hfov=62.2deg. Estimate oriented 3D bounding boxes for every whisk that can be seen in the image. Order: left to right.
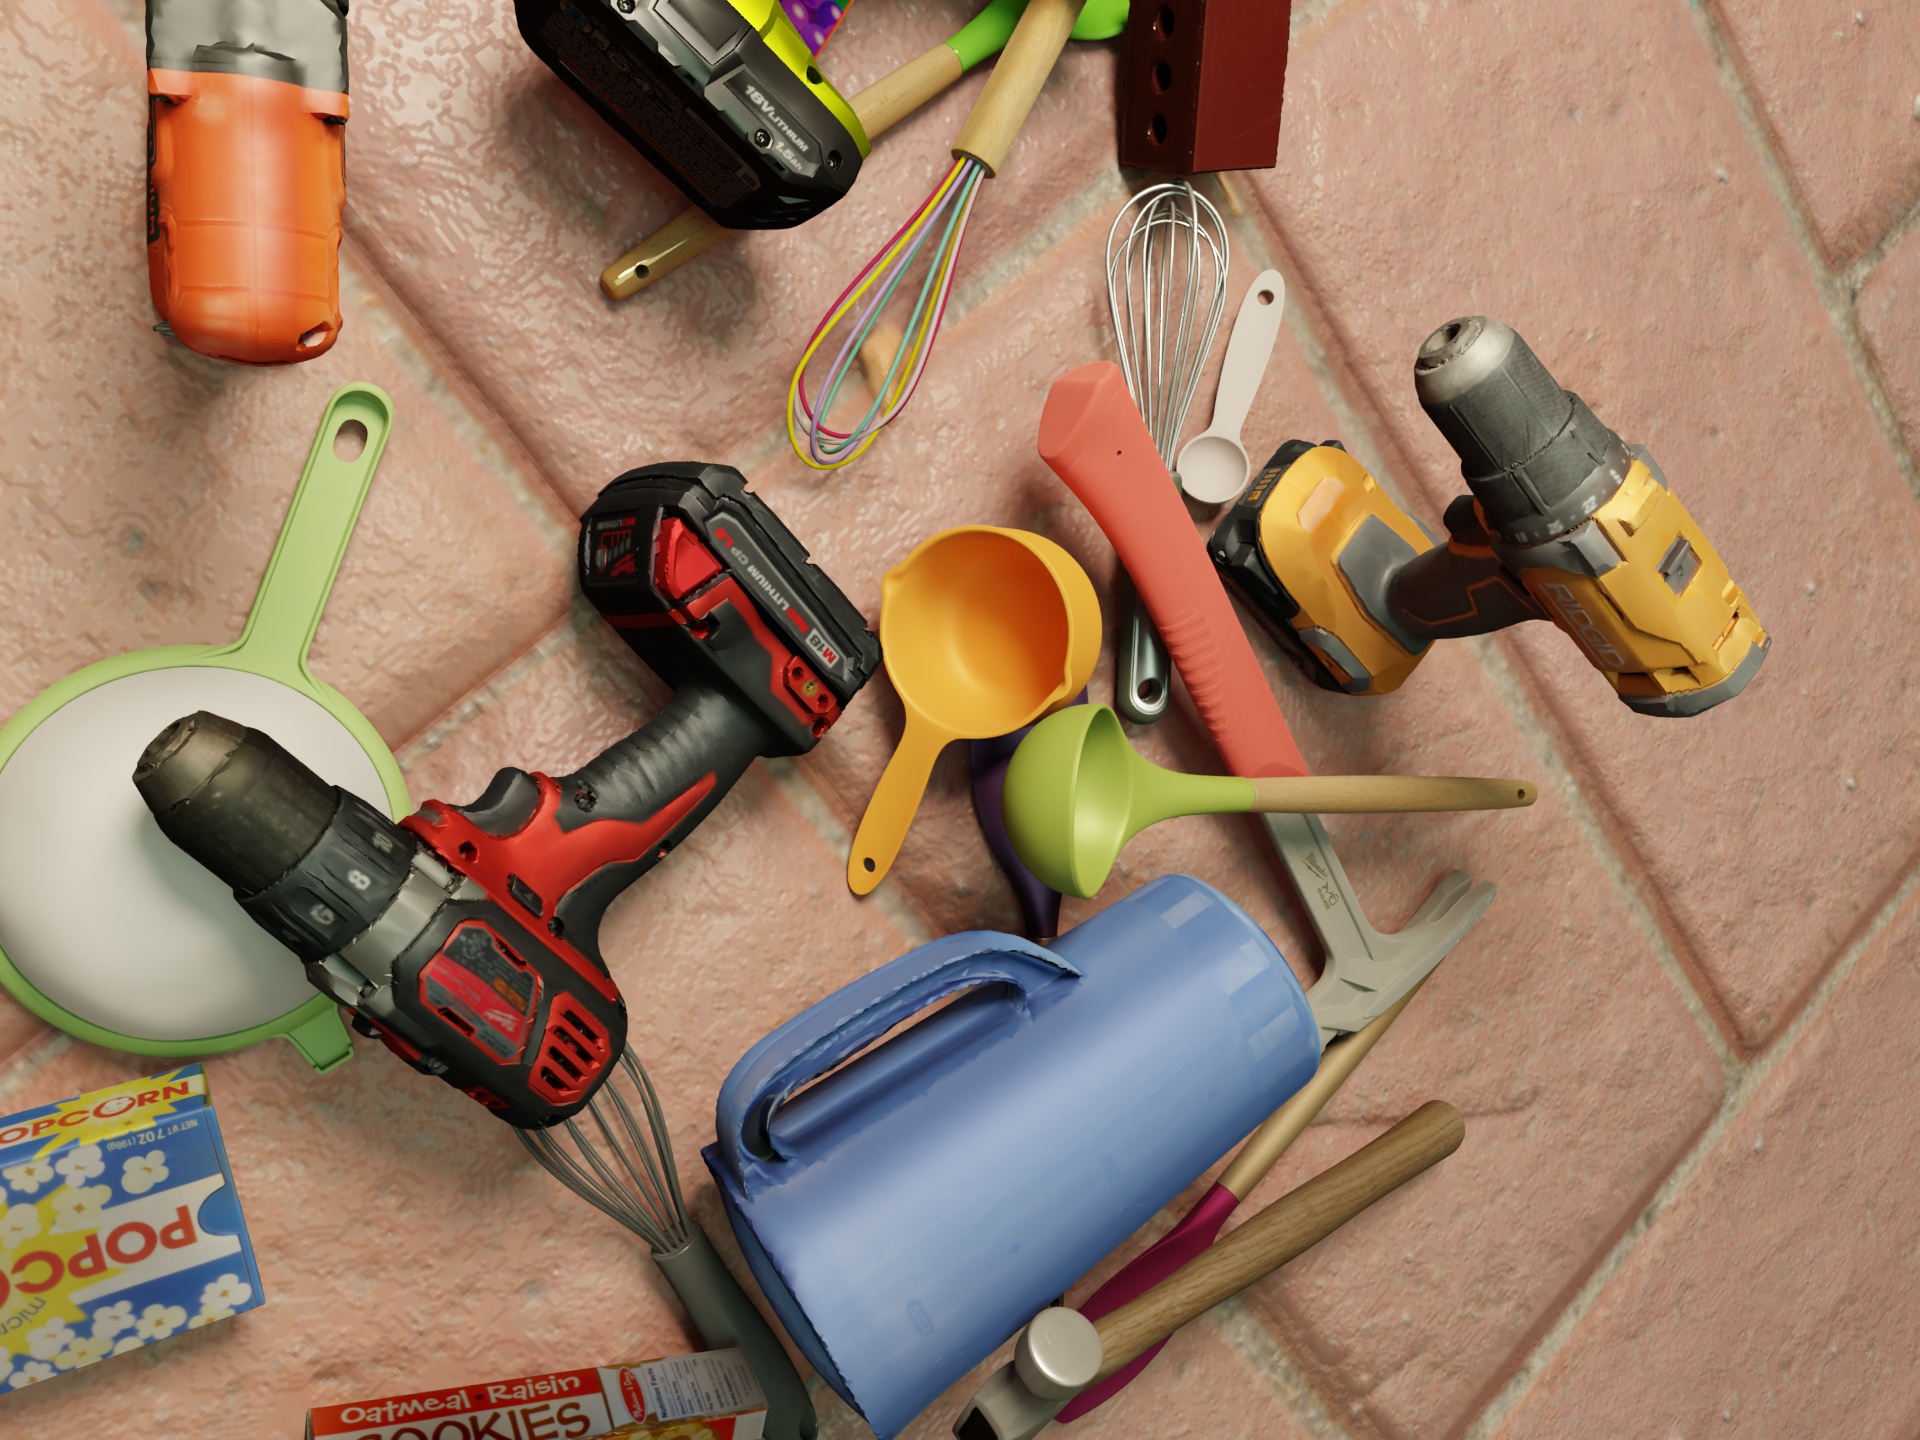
[{"bbox_3d":[-0.116,0.215,0.648,0.055,0.055,0.238,-33,111,-20],"label":"whisk"},{"bbox_3d":[-0.006,-0.214,0.660,0.047,0.051,0.245,28,87,-19],"label":"whisk"},{"bbox_3d":[0.090,-0.120,0.725,0.057,0.059,0.246,0,98,-14],"label":"whisk"}]

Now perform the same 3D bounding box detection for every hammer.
[{"bbox_3d":[0.128,0.248,0.729,0.331,0.031,0.130,-15,145,-40],"label":"hammer"},{"bbox_3d":[0.137,-0.006,0.732,0.149,0.037,0.358,-38,116,-16],"label":"hammer"}]

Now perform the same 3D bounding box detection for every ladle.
[{"bbox_3d":[0.153,0.034,0.698,0.320,0.062,0.078,1,94,-32],"label":"ladle"}]

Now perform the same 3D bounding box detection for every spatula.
[{"bbox_3d":[0.036,0.124,0.729,0.059,0.018,0.316,-3,94,-21],"label":"spatula"}]

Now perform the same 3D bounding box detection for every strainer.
[{"bbox_3d":[-0.248,0.000,0.556,0.151,0.069,0.256,21,86,-25],"label":"strainer"}]

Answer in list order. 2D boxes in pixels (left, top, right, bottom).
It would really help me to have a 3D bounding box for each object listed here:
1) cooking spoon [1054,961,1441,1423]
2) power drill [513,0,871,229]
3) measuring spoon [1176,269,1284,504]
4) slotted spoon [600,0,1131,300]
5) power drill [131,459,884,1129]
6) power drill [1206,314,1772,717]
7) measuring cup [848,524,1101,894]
[{"bbox_3d":[0.148,0.215,0.789,0.319,0.017,0.068,-44,127,-17],"label":"cooking spoon"},{"bbox_3d":[-0.035,-0.297,0.592,0.190,0.080,0.228,40,76,-23],"label":"power drill"},{"bbox_3d":[0.133,-0.158,0.761,0.034,0.018,0.124,17,78,6],"label":"measuring spoon"},{"bbox_3d":[-0.024,-0.268,0.671,0.314,0.031,0.070,-40,123,-16],"label":"slotted spoon"},{"bbox_3d":[-0.150,0.007,0.564,0.187,0.080,0.227,49,62,-30],"label":"power drill"},{"bbox_3d":[0.202,-0.083,0.680,0.185,0.226,0.084,44,75,-21],"label":"power drill"},{"bbox_3d":[-0.001,-0.002,0.685,0.052,0.095,0.173,-16,134,-63],"label":"measuring cup"}]
